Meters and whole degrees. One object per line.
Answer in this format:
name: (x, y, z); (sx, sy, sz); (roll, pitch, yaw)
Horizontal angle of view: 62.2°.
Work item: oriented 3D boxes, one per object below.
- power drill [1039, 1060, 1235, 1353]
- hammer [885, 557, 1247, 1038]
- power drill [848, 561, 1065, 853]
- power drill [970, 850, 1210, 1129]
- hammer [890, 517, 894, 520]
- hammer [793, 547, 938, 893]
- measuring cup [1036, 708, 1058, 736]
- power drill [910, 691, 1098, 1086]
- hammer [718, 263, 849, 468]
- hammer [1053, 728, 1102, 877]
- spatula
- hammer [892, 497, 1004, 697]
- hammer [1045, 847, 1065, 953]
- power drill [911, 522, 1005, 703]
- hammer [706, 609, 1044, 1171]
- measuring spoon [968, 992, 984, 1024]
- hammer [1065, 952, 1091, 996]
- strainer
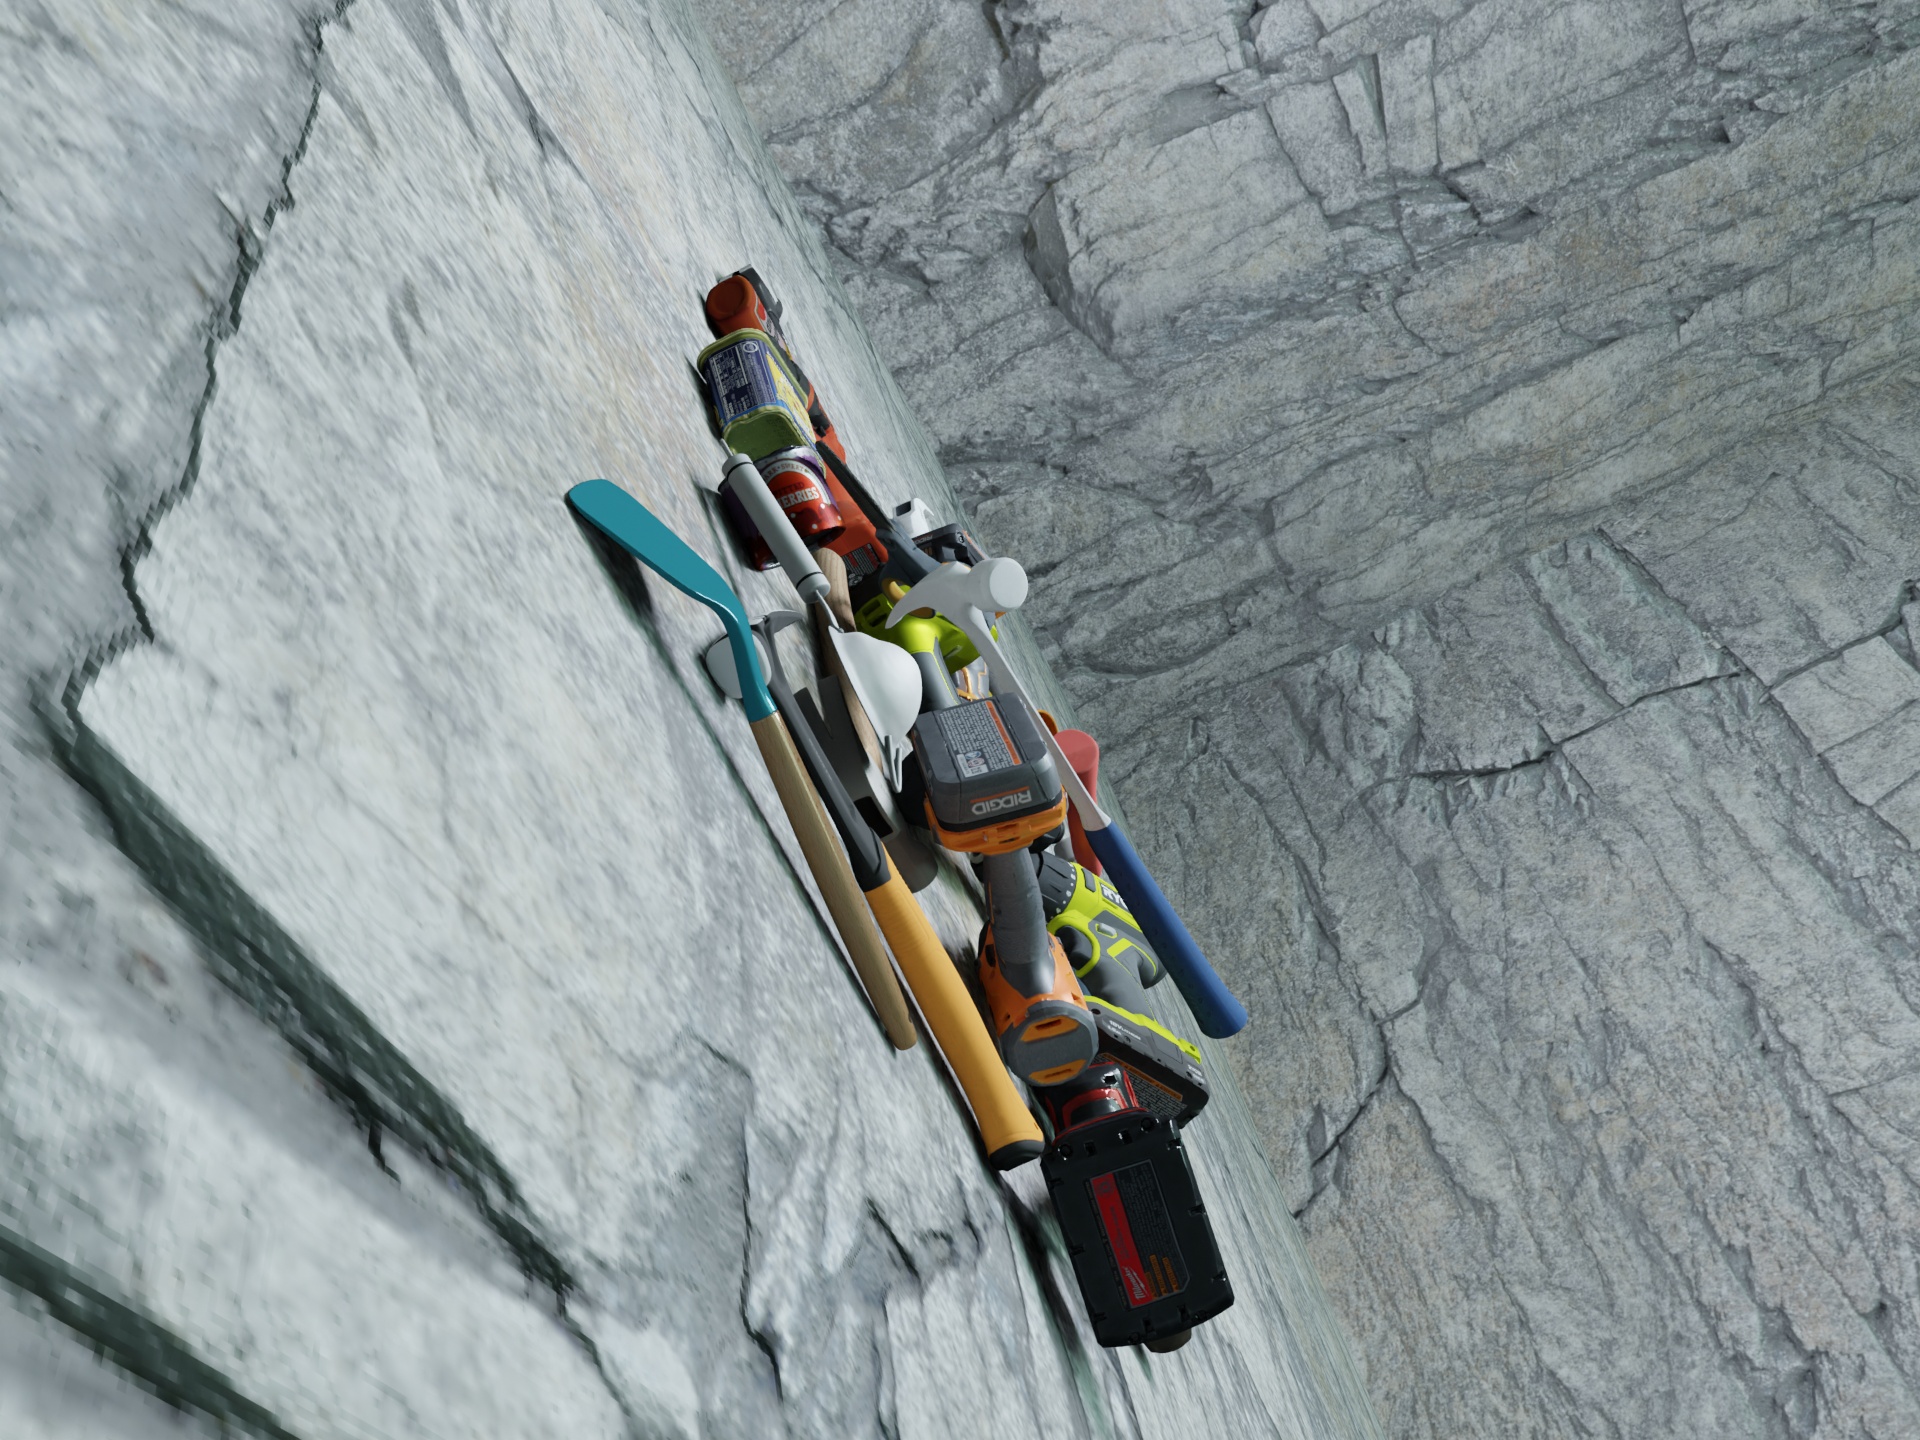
power drill: (0.106, 0.311, 0.967); (0.226, 0.080, 0.188); (76, -4, -83)
hammer: (0.086, 0.062, 1.101); (0.144, 0.035, 0.405); (1, -51, 57)
power drill: (-0.002, -0.004, 1.199); (0.171, 0.080, 0.223); (24, 39, -50)
power drill: (0.093, 0.191, 1.193); (0.190, 0.080, 0.229); (34, 24, -24)
hammer: (-0.031, -0.107, 1.687); (0.411, 0.038, 0.146); (-97, 162, -69)
hammer: (-0.077, -0.031, 1.063); (0.129, 0.031, 0.332); (60, 7, -33)
measuring cup: (0.031, 0.071, 1.315); (0.095, 0.052, 0.173); (2, 100, -58)
power drill: (0.029, 0.102, 1.033); (0.164, 0.084, 0.226); (-114, -169, -64)
hammer: (-0.140, -0.281, 1.507); (0.335, 0.035, 0.146); (66, 6, 11)
hammer: (0.108, 0.109, 1.330); (0.358, 0.036, 0.149); (76, -6, -64)
spatula: (-0.095, 0.025, 0.768); (0.082, 0.044, 0.317); (-89, 156, -77)
hammer: (0.006, -0.088, 1.623); (0.128, 0.033, 0.330); (-103, 169, -51)
hammer: (0.072, 0.165, 1.375); (0.409, 0.036, 0.149); (-99, 177, -60)
power drill: (-0.010, -0.058, 1.393); (0.185, 0.084, 0.226); (39, 38, -56)
hammer: (-0.040, 0.095, 0.872); (0.337, 0.034, 0.127); (63, 8, -8)
measuring spoon: (0.003, 0.185, 0.970); (0.034, 0.018, 0.124); (64, 0, 1)
hammer: (0.116, 0.289, 1.324); (0.143, 0.038, 0.387); (59, 8, -25)
strainer: (-0.082, -0.074, 0.938); (0.259, 0.050, 0.086); (57, 0, 21)
